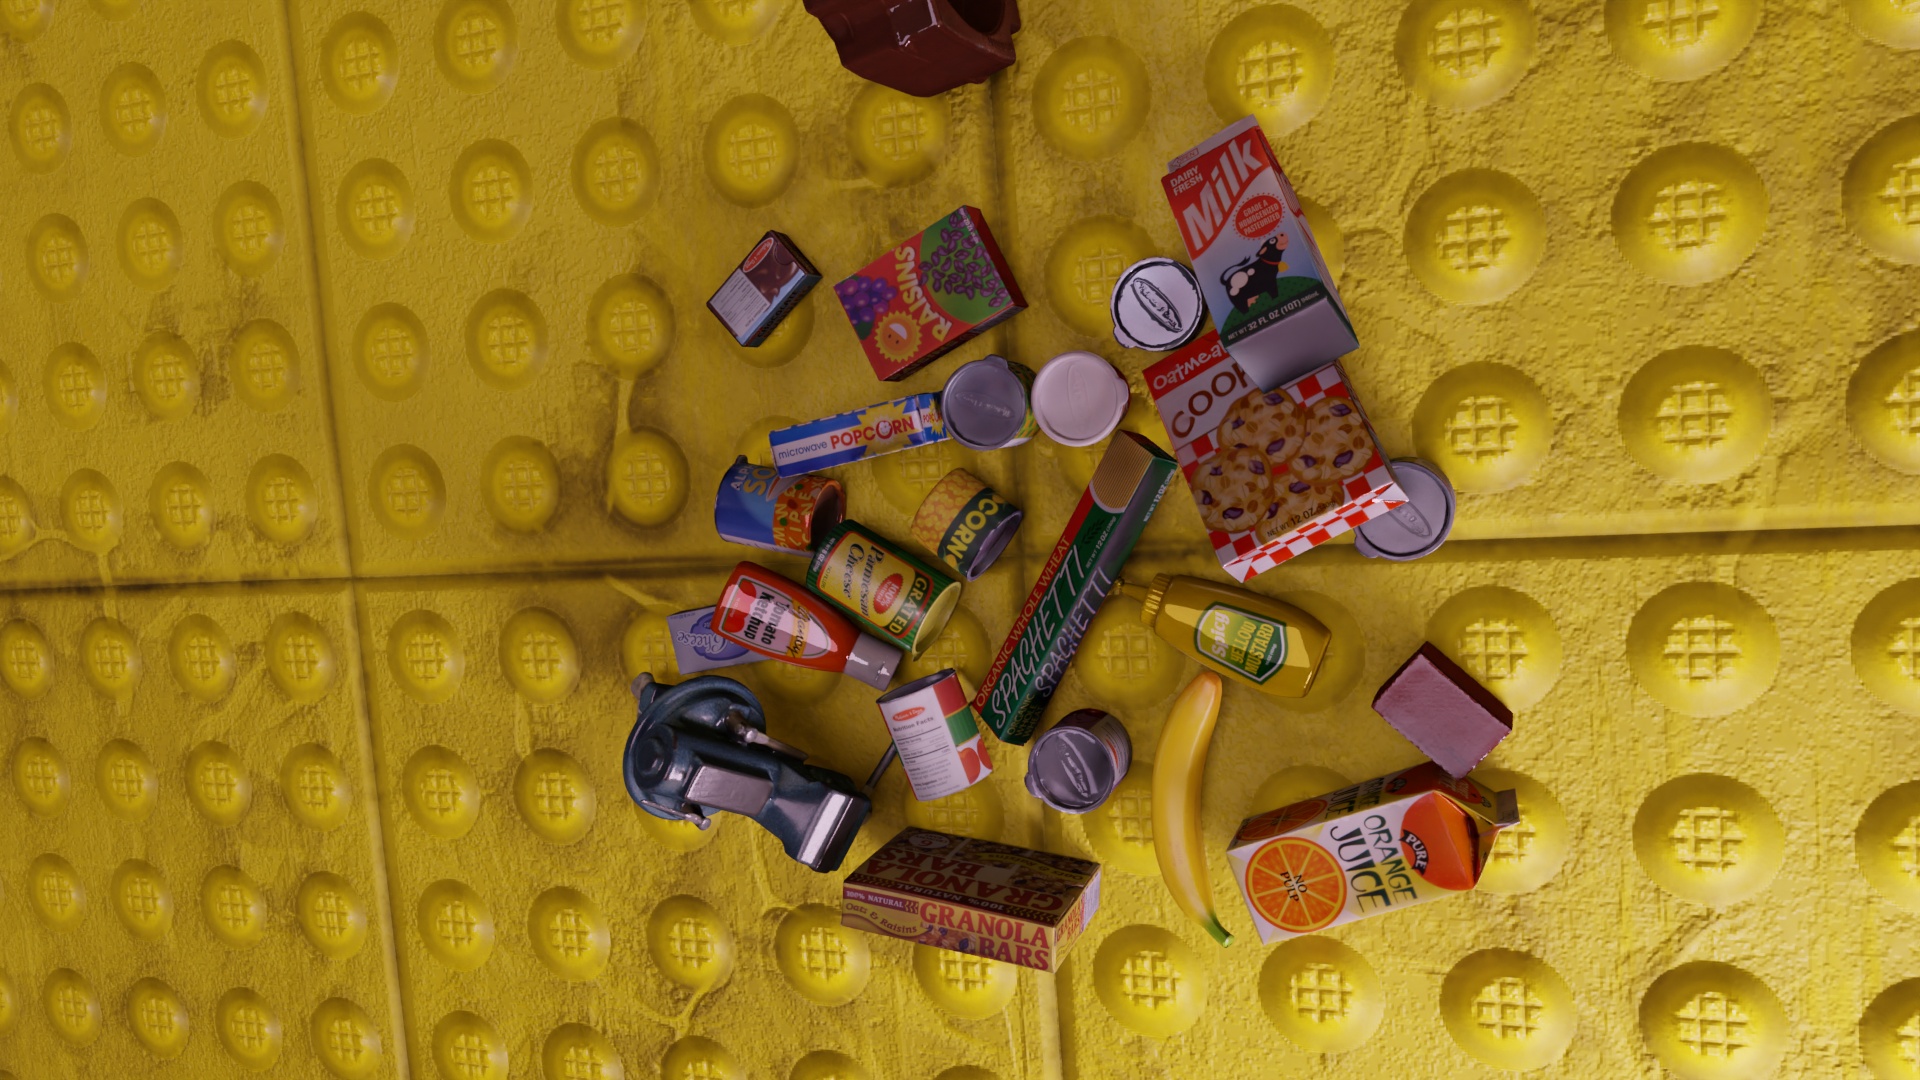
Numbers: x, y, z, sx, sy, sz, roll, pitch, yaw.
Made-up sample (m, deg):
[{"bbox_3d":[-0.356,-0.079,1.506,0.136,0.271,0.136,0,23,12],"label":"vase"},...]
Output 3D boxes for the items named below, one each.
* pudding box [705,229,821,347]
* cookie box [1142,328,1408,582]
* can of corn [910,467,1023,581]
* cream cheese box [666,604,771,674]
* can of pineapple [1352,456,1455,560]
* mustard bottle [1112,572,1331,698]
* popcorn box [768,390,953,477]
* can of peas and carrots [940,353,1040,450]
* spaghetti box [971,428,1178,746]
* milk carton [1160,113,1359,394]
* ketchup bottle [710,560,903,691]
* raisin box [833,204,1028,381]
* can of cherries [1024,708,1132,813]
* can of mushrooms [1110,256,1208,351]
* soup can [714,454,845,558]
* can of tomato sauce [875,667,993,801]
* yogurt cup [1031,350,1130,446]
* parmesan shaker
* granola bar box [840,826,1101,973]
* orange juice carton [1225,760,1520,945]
[{"bbox_3d":[-0.156,-0.199,1.105,0.083,0.030,0.050,-45,79,19],"label":"pudding box"},{"bbox_3d":[0.208,-0.074,0.939,0.122,0.040,0.168,-29,59,21],"label":"cookie box"},{"bbox_3d":[0.004,-0.013,1.044,0.058,0.071,0.071,37,108,14],"label":"can of corn"},{"bbox_3d":[-0.190,0.077,1.153,0.103,0.024,0.053,-12,93,21],"label":"cream cheese box"},{"bbox_3d":[0.298,-0.022,0.938,0.071,0.058,0.071,3,97,21],"label":"can of pineapple"},{"bbox_3d":[0.181,0.060,0.996,0.160,0.049,0.065,21,101,17],"label":"mustard bottle"},{"bbox_3d":[-0.070,-0.082,1.056,0.126,0.085,0.038,-12,94,21],"label":"popcorn box"},{"bbox_3d":[0.026,-0.103,1.031,0.071,0.059,0.071,2,97,20],"label":"can of peas and carrots"},{"bbox_3d":[0.082,0.038,1.031,0.050,0.029,0.249,46,114,50],"label":"spaghetti box"},{"bbox_3d":[0.193,-0.202,0.927,0.072,0.073,0.191,-26,58,22],"label":"milk carton"},{"bbox_3d":[-0.119,0.073,1.100,0.149,0.043,0.064,24,99,0],"label":"ketchup bottle"},{"bbox_3d":[-0.024,-0.185,1.051,0.123,0.040,0.086,-28,87,20],"label":"raisin box"},{"bbox_3d":[0.088,0.164,1.039,0.071,0.058,0.071,3,98,20],"label":"can of cherries"},{"bbox_3d":[0.141,-0.167,0.994,0.071,0.033,0.071,3,98,20],"label":"can of mushrooms"},{"bbox_3d":[-0.142,-0.026,1.100,0.084,0.071,0.071,11,100,19],"label":"soup can"},{"bbox_3d":[-0.019,0.149,1.074,0.071,0.071,0.083,-21,92,22],"label":"can of tomato sauce"},{"bbox_3d":[0.091,-0.104,1.009,0.072,0.054,0.072,3,97,21],"label":"yogurt cup"},{"bbox_3d":[-0.062,0.038,1.076,0.103,0.071,0.071,30,106,15],"label":"parmesan shaker"},{"bbox_3d":[0.011,0.266,1.045,0.165,0.124,0.039,7,100,20],"label":"granola bar box"},{"bbox_3d":[0.290,0.210,0.961,0.192,0.072,0.073,-23,89,22],"label":"orange juice carton"}]
